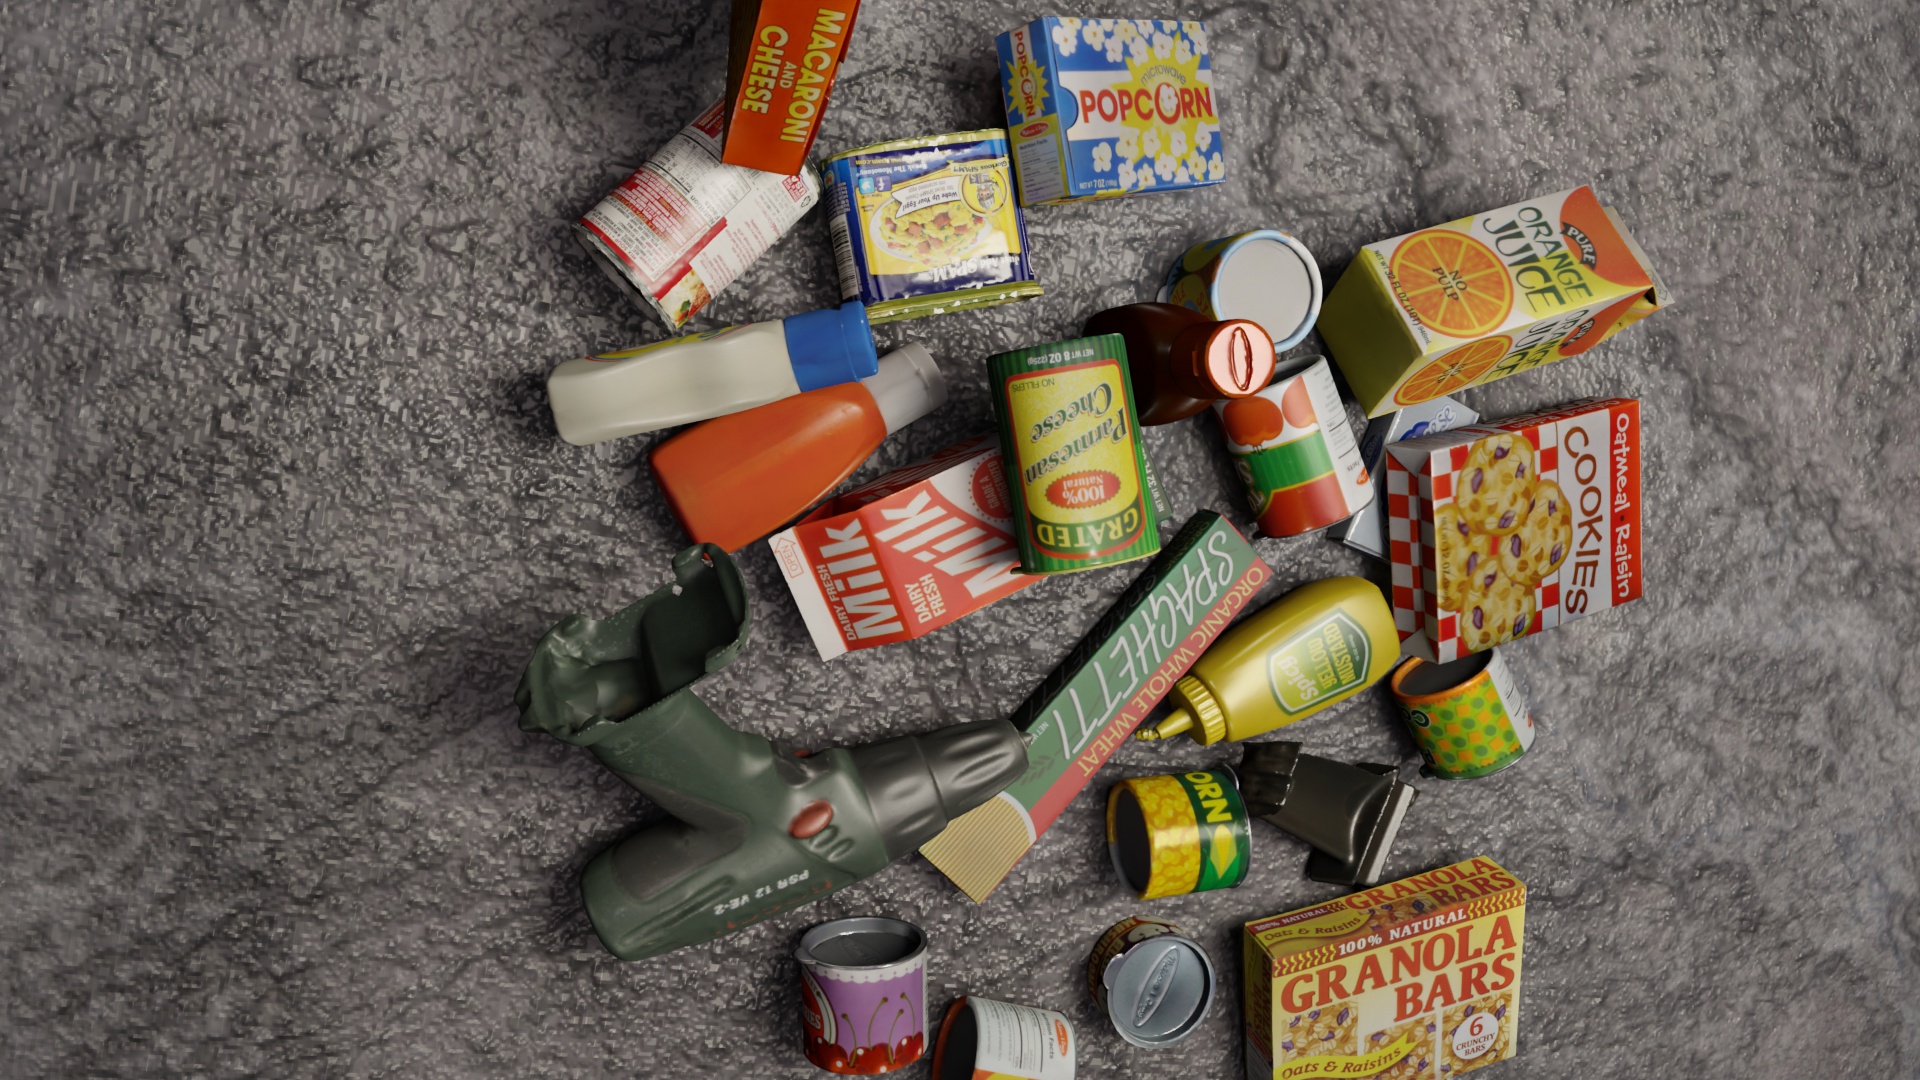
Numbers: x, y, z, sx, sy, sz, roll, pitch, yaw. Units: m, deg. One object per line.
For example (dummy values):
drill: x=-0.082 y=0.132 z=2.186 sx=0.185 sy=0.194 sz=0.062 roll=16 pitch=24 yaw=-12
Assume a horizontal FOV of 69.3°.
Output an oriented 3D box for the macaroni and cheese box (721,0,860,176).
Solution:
macaroni and cheese box: x=-0.071 y=-0.263 z=0.602 sx=0.040 sy=0.123 sz=0.167 roll=7 pitch=63 yaw=-17

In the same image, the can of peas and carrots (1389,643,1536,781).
can of peas and carrots: x=0.290 y=0.099 z=0.811 sx=0.071 sy=0.071 sz=0.058 roll=-31 pitch=103 yaw=-12

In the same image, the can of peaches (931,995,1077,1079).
can of peaches: x=0.022 y=0.284 z=0.746 sx=0.058 sy=0.071 sz=0.071 roll=17 pitch=90 yaw=-18

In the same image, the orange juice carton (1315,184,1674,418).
orange juice carton: x=0.307 y=-0.139 z=0.778 sx=0.193 sy=0.072 sz=0.072 roll=-17 pitch=70 yaw=-15

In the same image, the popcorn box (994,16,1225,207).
popcorn box: x=0.079 y=-0.218 z=0.706 sx=0.127 sy=0.038 sz=0.085 roll=-18 pitch=102 yaw=-41

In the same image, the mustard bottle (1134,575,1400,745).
mustard bottle: x=0.169 y=0.077 z=0.780 sx=0.160 sy=0.049 sz=0.065 roll=-27 pitch=103 yaw=-13

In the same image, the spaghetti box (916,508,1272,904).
spaghetti box: x=0.073 y=0.088 z=0.763 sx=0.050 sy=0.028 sz=0.250 roll=45 pitch=82 yaw=-16

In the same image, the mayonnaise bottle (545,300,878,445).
mayonnaise bottle: x=-0.115 y=-0.080 z=0.655 sx=0.148 sy=0.065 sz=0.041 roll=-13 pitch=102 yaw=1

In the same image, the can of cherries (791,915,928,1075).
can of cherries: x=-0.052 y=0.235 z=0.719 sx=0.071 sy=0.071 sz=0.058 roll=-3 pitch=97 yaw=-17

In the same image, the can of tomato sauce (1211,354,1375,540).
can of tomato sauce: x=0.180 y=-0.051 z=0.764 sx=0.071 sy=0.071 sz=0.083 roll=-26 pitch=101 yaw=-13

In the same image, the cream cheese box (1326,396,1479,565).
cream cheese box: x=0.258 y=-0.038 z=0.809 sx=0.053 sy=0.024 sz=0.104 roll=22 pitch=88 yaw=-17

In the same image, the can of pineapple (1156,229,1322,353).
can of pineapple: x=0.151 y=-0.132 z=0.751 sx=0.071 sy=0.058 sz=0.071 roll=-2 pitch=96 yaw=-17

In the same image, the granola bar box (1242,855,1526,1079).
granola bar box: x=0.248 y=0.265 z=0.815 sx=0.166 sy=0.039 sz=0.123 roll=-11 pitch=110 yaw=-16

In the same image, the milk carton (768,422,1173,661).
milk carton: x=0.003 y=-0.009 z=0.709 sx=0.191 sy=0.073 sz=0.072 roll=-25 pitch=102 yaw=-13

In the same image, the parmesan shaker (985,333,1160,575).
parmesan shaker: x=0.049 y=-0.040 z=0.647 sx=0.071 sy=0.071 sz=0.103 roll=-12 pitch=95 yaw=-15

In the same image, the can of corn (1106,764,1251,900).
can of corn: x=0.119 y=0.159 z=0.763 sx=0.058 sy=0.071 sz=0.071 roll=-4 pitch=96 yaw=-16

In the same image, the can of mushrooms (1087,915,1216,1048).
can of mushrooms: x=0.106 y=0.247 z=0.785 sx=0.071 sy=0.033 sz=0.071 roll=-2 pitch=96 yaw=-17

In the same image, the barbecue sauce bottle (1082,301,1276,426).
barbecue sauce bottle: x=0.105 y=-0.089 z=0.693 sx=0.044 sy=0.148 sz=0.064 roll=-7 pitch=97 yaw=-15

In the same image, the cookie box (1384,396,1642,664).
cookie box: x=0.324 y=-0.010 z=0.807 sx=0.168 sy=0.040 sz=0.122 roll=-13 pitch=105 yaw=-25

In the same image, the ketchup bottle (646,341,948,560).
ketchup bottle: x=-0.078 y=-0.051 z=0.696 sx=0.149 sy=0.043 sz=0.064 roll=-30 pitch=103 yaw=-12
